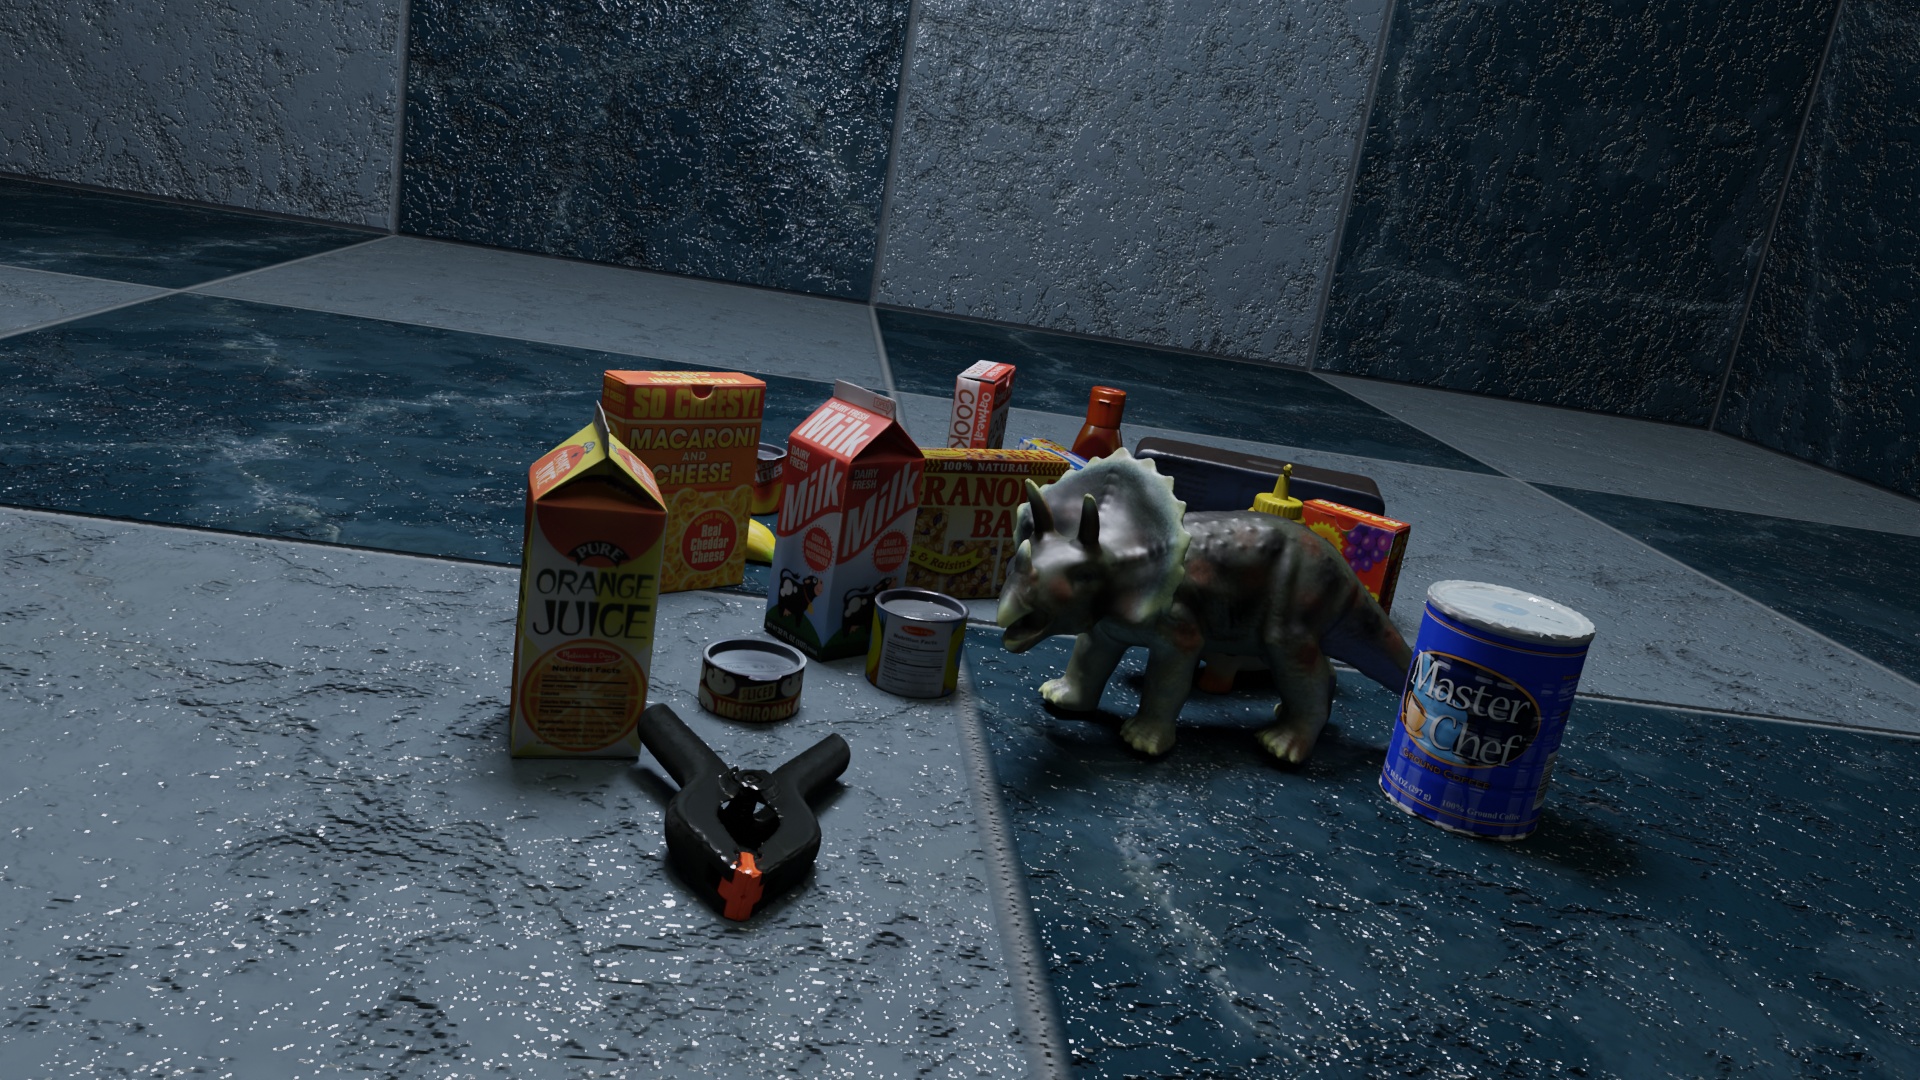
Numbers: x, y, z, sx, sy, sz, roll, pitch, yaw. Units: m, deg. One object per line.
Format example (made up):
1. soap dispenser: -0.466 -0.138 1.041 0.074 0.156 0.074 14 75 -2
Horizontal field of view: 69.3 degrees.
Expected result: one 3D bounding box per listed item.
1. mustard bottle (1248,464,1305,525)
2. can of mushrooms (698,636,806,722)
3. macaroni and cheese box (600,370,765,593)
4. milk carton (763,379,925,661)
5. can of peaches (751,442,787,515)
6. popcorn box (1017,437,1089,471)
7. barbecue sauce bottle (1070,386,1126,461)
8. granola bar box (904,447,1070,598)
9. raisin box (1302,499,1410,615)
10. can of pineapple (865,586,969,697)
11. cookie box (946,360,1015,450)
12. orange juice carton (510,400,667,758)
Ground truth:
1. mustard bottle: 0.255 0.013 1.152 0.065 0.159 0.049 -1 18 -33
2. can of mushrooms: -0.133 0.089 0.889 0.071 0.033 0.071 9 16 -2
3. macaroni and cheese box: -0.217 -0.044 1.065 0.124 0.166 0.040 -6 21 -44
4. milk carton: -0.082 -0.016 1.001 0.073 0.190 0.072 -6 21 -44
5. can of peaches: -0.201 -0.060 1.329 0.071 0.058 0.071 9 15 -2
6. popcorn box: 0.097 -0.049 1.414 0.038 0.085 0.127 2 17 -26
7. barbecue sauce bottle: 0.142 -0.085 1.452 0.065 0.148 0.044 13 16 14
8. granola bar box: 0.004 -0.015 1.168 0.166 0.123 0.039 0 18 -30
9. raisin box: 0.323 0.035 1.181 0.086 0.123 0.040 20 18 35
10. can of pineapple: -0.030 0.071 0.970 0.071 0.057 0.071 9 15 -2
11. cookie box: 0.014 -0.083 1.334 0.040 0.167 0.123 11 15 7
12. orange juice carton: -0.211 0.022 0.788 0.073 0.192 0.072 4 16 -20
